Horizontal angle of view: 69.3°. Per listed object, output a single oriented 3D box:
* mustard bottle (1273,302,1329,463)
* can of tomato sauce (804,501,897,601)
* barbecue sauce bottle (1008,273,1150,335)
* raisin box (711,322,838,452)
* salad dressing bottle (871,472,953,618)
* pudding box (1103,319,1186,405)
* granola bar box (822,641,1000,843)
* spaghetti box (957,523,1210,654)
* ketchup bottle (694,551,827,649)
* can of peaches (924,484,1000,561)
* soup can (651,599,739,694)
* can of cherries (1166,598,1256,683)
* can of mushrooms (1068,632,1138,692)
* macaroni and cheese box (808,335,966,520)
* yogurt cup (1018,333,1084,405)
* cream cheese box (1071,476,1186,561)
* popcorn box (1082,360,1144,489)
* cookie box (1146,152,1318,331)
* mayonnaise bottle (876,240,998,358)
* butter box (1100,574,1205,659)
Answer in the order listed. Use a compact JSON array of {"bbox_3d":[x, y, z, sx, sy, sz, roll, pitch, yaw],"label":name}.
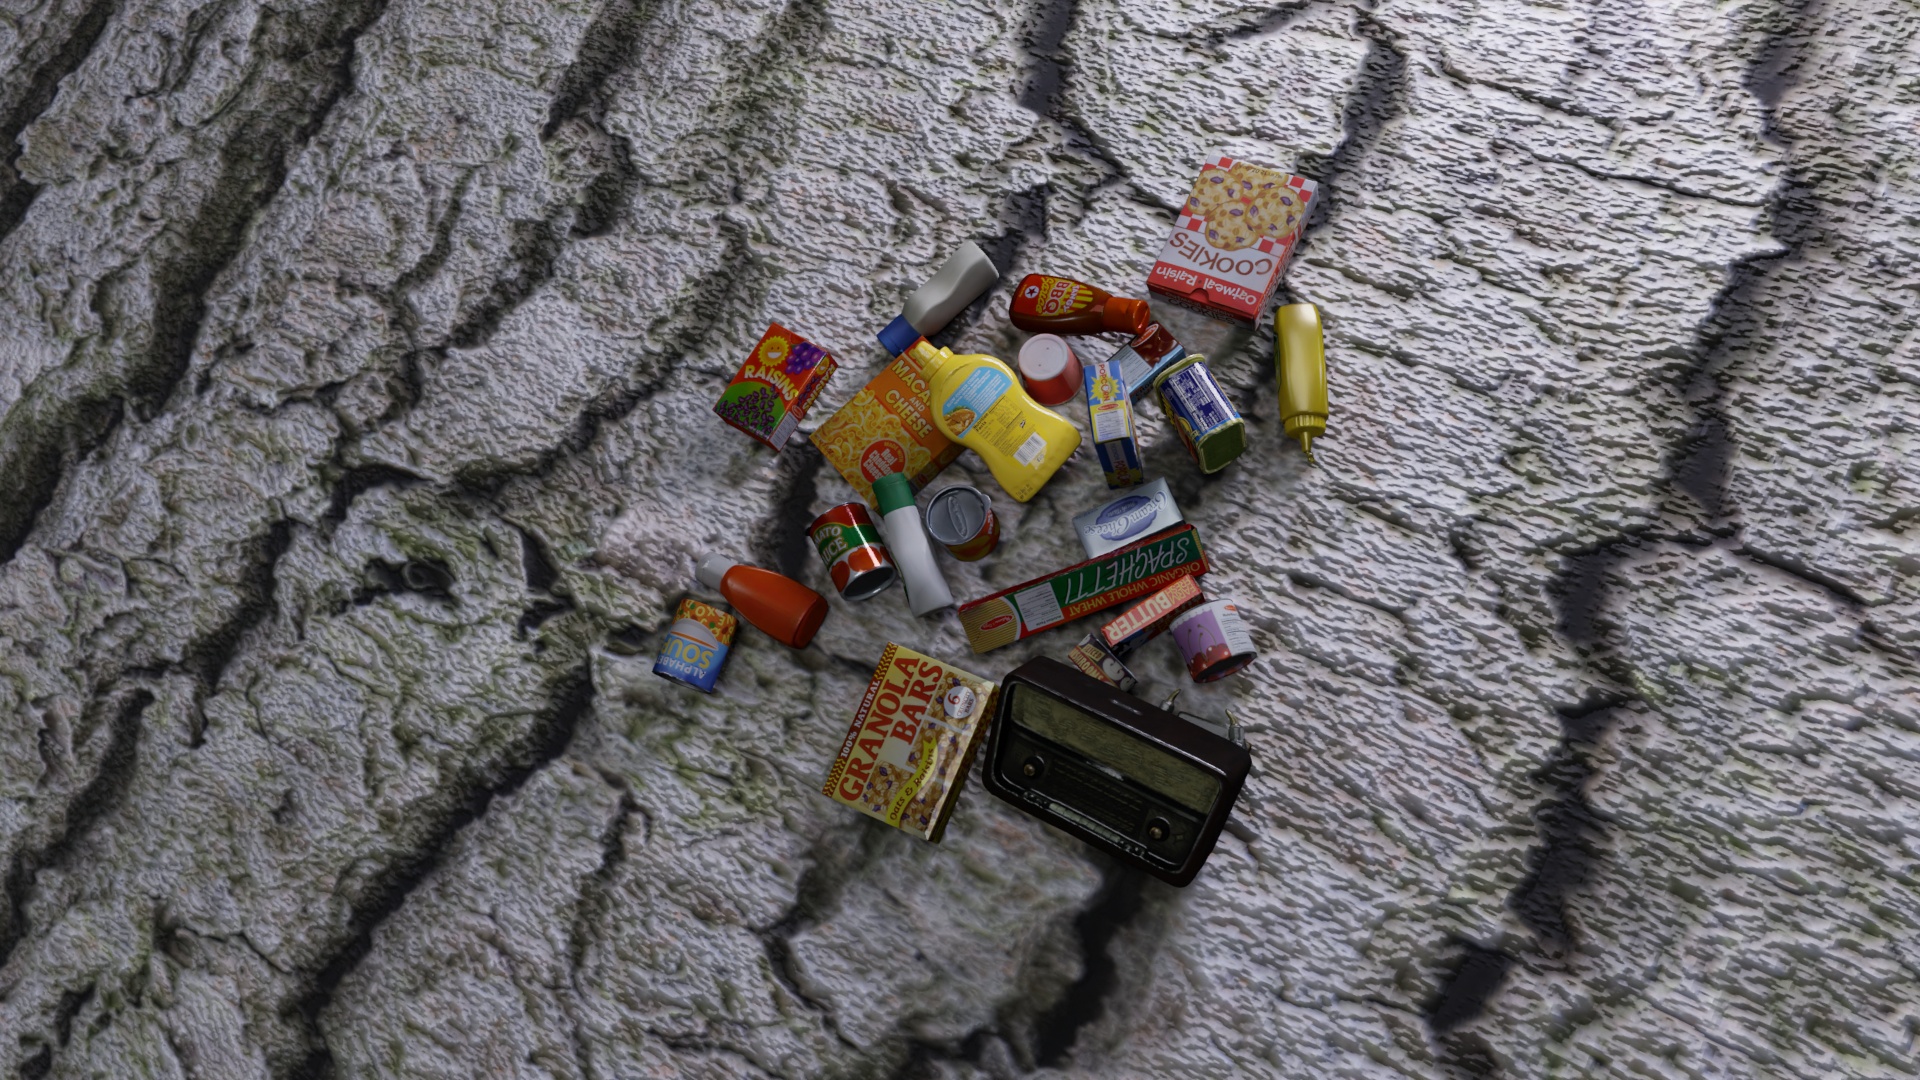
[{"bbox_3d":[0.339,-0.154,1.381,0.049,0.065,0.160,-4,74,11],"label":"mustard bottle"},{"bbox_3d":[-0.114,0.013,1.450,0.071,0.071,0.083,-31,66,4],"label":"can of tomato sauce"},{"bbox_3d":[0.127,-0.245,1.471,0.148,0.043,0.065,15,68,32],"label":"barbecue sauce bottle"},{"bbox_3d":[-0.208,-0.173,1.562,0.086,0.040,0.123,29,81,24],"label":"raisin box"},{"bbox_3d":[-0.051,0.004,1.426,0.044,0.064,0.148,-21,81,8],"label":"salad dressing bottle"},{"bbox_3d":[0.190,-0.184,1.453,0.084,0.030,0.050,-41,64,-1],"label":"pudding box"},{"bbox_3d":[-0.047,0.200,1.380,0.124,0.039,0.166,19,78,21],"label":"granola bar box"},{"bbox_3d":[0.122,0.048,1.378,0.250,0.029,0.050,-20,100,9],"label":"spaghetti box"},{"bbox_3d":[-0.216,0.057,1.478,0.149,0.043,0.065,26,79,23],"label":"ketchup bottle"},{"bbox_3d":[0.005,-0.018,1.432,0.071,0.058,0.071,-5,69,15],"label":"can of peaches"},{"bbox_3d":[-0.279,0.111,1.462,0.071,0.071,0.084,15,76,21],"label":"soup can"},{"bbox_3d":[0.238,0.097,1.319,0.071,0.071,0.058,-25,67,7],"label":"can of cherries"},{"bbox_3d":[0.136,0.122,1.336,0.033,0.071,0.071,-43,65,1],"label":"can of mushrooms"},{"bbox_3d":[-0.061,-0.122,1.499,0.166,0.040,0.124,-42,66,-1],"label":"macaroni and cheese box"},{"bbox_3d":[0.093,-0.183,1.468,0.072,0.054,0.072,-5,70,14],"label":"yogurt cup"},{"bbox_3d":[0.170,-0.018,1.402,0.104,0.024,0.053,-25,67,7],"label":"cream cheese box"},{"bbox_3d":[0.153,-0.114,1.386,0.038,0.126,0.085,-10,69,10],"label":"popcorn box"},{"bbox_3d":[0.287,-0.316,1.466,0.123,0.040,0.168,23,79,22],"label":"cookie box"},{"bbox_3d":[-0.027,-0.262,1.529,0.148,0.064,0.041,-41,66,3],"label":"mayonnaise bottle"},{"bbox_3d":[0.188,0.074,1.348,0.103,0.053,0.024,-32,67,3],"label":"butter box"}]
